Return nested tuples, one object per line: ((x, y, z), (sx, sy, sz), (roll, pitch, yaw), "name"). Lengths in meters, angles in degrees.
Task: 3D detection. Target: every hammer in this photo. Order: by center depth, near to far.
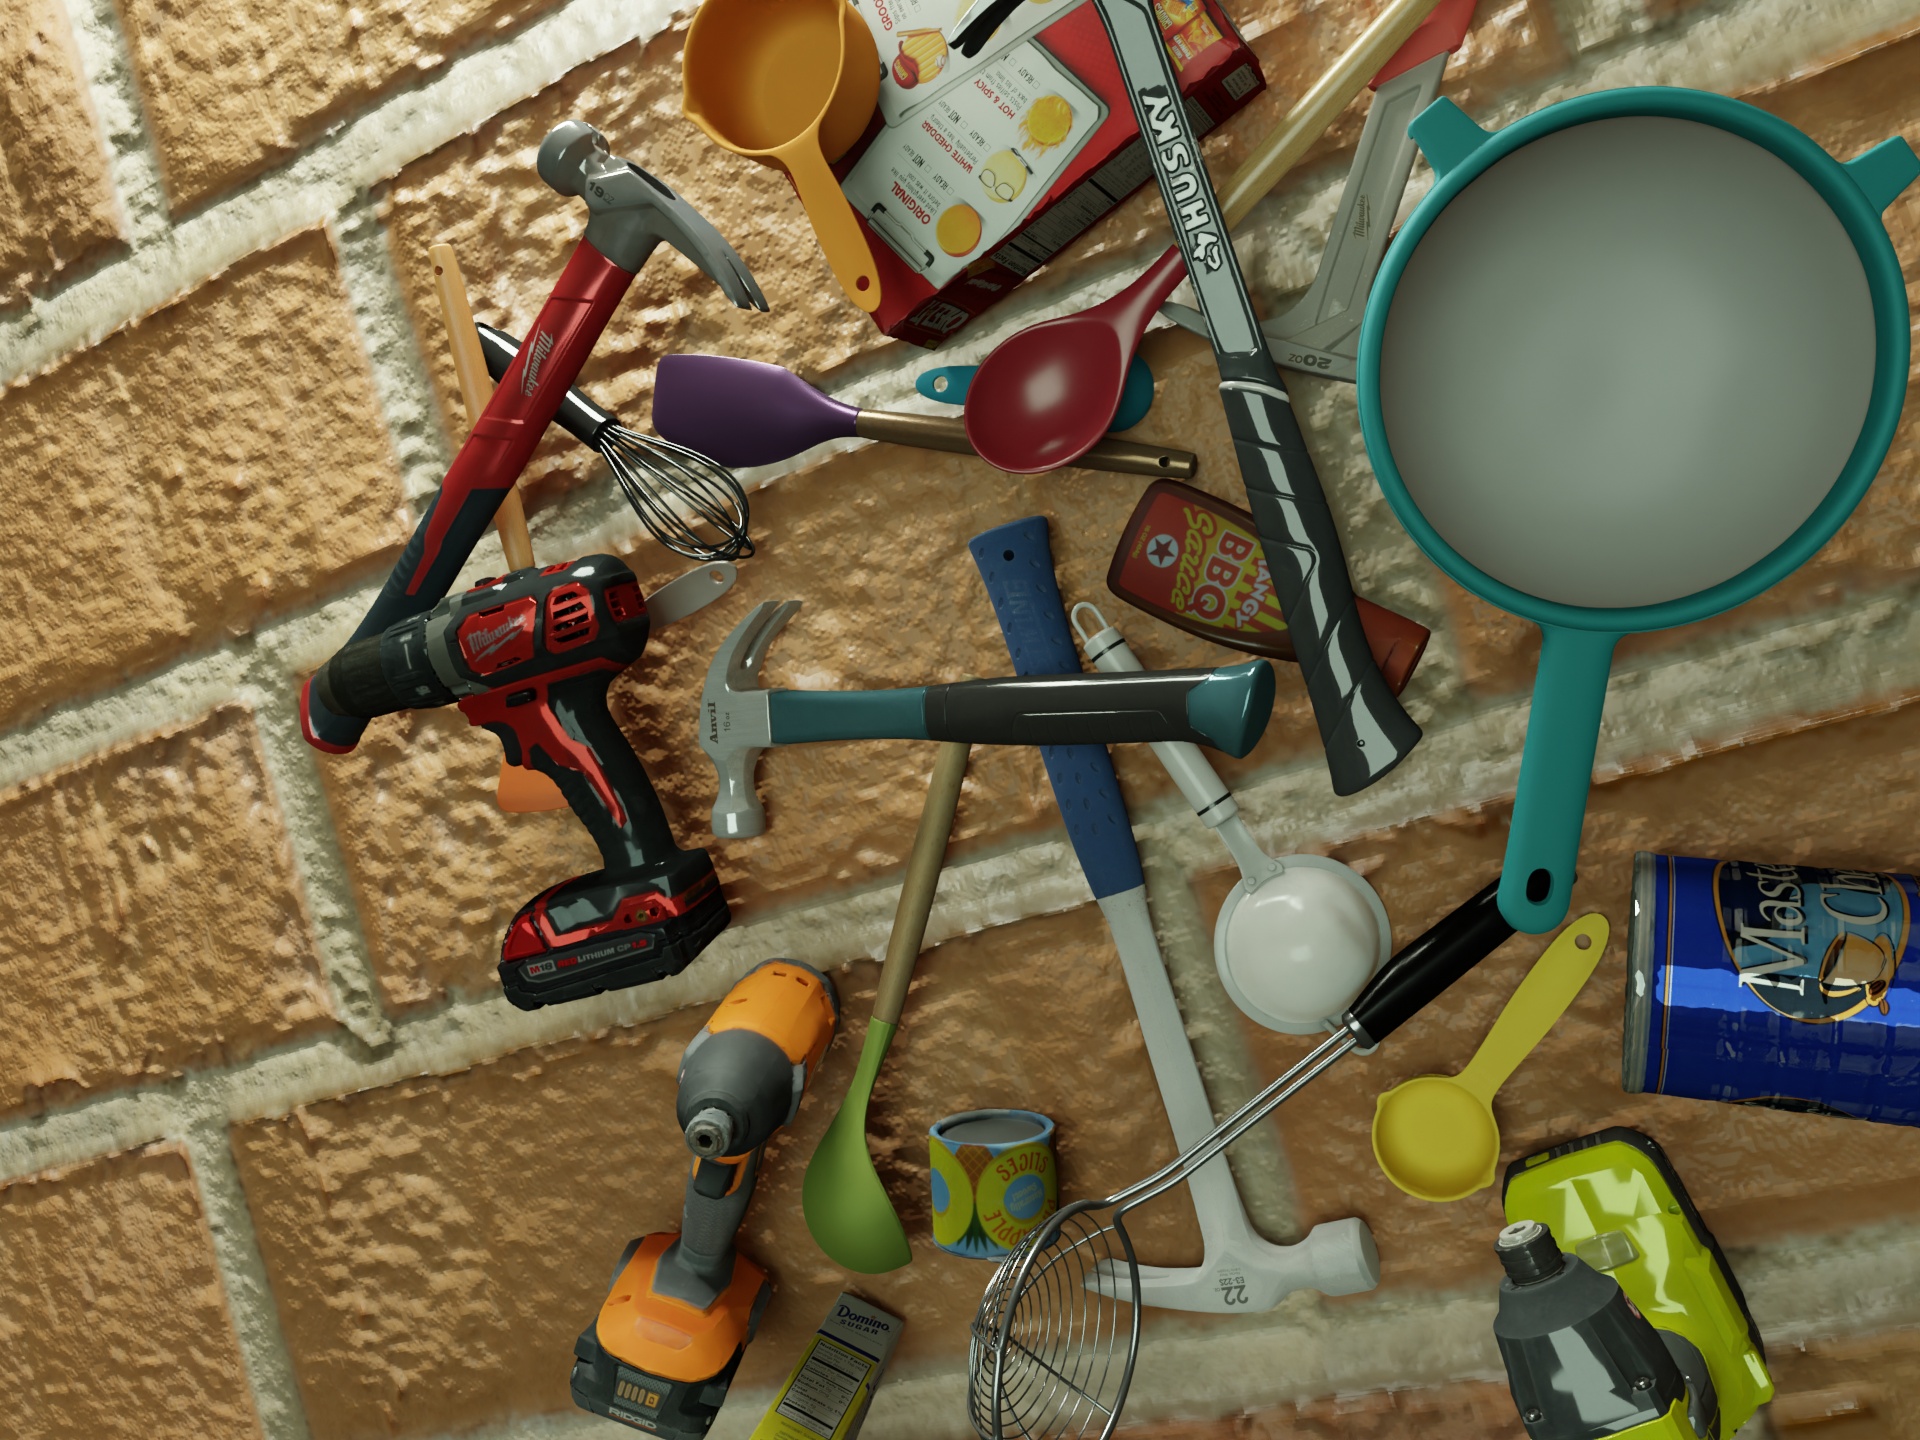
((0.118, -0.163, 0.703), (0.149, 0.036, 0.409), (-17, 93, 22), "hammer")
((0.208, -0.334, 0.718), (0.149, 0.036, 0.359), (20, 101, 20), "hammer")
((-0.001, -0.003, 0.791), (0.331, 0.033, 0.128), (-1, 94, 34), "hammer")
((0.078, 0.098, 0.797), (0.144, 0.035, 0.405), (-19, 86, 22), "hammer")
((-0.254, -0.120, 0.869), (0.143, 0.038, 0.386), (42, 112, 12), "hammer")

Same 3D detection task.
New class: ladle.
((0.120, -0.235, 0.729), (0.315, 0.031, 0.069), (-45, 80, 17), "ladle")
((-0.022, 0.134, 0.838), (0.078, 0.062, 0.320), (17, 92, 65), "ladle")

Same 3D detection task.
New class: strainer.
((0.261, -0.083, 0.678), (0.211, 0.095, 0.340), (6, 101, 4), "strainer")
((0.127, 0.051, 0.759), (0.087, 0.050, 0.258), (-33, 83, -5), "strainer")

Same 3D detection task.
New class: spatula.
((-0.029, -0.151, 0.835), (0.316, 0.018, 0.059), (11, 100, 22), "spatula")
((-0.261, -0.109, 0.907), (0.081, 0.041, 0.322), (-9, 98, 23), "spatula")

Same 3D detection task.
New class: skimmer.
((0.147, 0.196, 0.707), (0.363, 0.127, 0.090), (-40, 44, 1), "skimmer")

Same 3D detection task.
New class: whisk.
((-0.202, -0.159, 0.889), (0.239, 0.055, 0.055), (38, 106, 21), "whisk")

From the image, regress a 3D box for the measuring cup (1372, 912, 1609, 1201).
((0.251, 0.154, 0.742), (0.062, 0.029, 0.156), (37, 94, 16), "measuring cup")

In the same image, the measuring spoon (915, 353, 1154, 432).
((0.033, -0.170, 0.806), (0.129, 0.021, 0.042), (6, 95, 21), "measuring spoon")

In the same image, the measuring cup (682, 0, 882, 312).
((-0.065, -0.268, 0.750), (0.095, 0.052, 0.174), (-25, 85, 23), "measuring cup")

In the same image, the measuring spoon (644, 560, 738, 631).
((-0.164, -0.064, 0.882), (0.124, 0.018, 0.034), (-23, 115, 35), "measuring spoon")

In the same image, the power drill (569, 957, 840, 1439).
((-0.131, 0.251, 0.823), (0.084, 0.164, 0.226), (19, 103, 4), "power drill")

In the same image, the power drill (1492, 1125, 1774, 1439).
((0.264, 0.251, 0.629), (0.080, 0.223, 0.171), (-28, 83, 21), "power drill")

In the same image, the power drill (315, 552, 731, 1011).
((-0.236, 0.036, 0.863), (0.188, 0.080, 0.226), (-15, 98, 14), "power drill")
